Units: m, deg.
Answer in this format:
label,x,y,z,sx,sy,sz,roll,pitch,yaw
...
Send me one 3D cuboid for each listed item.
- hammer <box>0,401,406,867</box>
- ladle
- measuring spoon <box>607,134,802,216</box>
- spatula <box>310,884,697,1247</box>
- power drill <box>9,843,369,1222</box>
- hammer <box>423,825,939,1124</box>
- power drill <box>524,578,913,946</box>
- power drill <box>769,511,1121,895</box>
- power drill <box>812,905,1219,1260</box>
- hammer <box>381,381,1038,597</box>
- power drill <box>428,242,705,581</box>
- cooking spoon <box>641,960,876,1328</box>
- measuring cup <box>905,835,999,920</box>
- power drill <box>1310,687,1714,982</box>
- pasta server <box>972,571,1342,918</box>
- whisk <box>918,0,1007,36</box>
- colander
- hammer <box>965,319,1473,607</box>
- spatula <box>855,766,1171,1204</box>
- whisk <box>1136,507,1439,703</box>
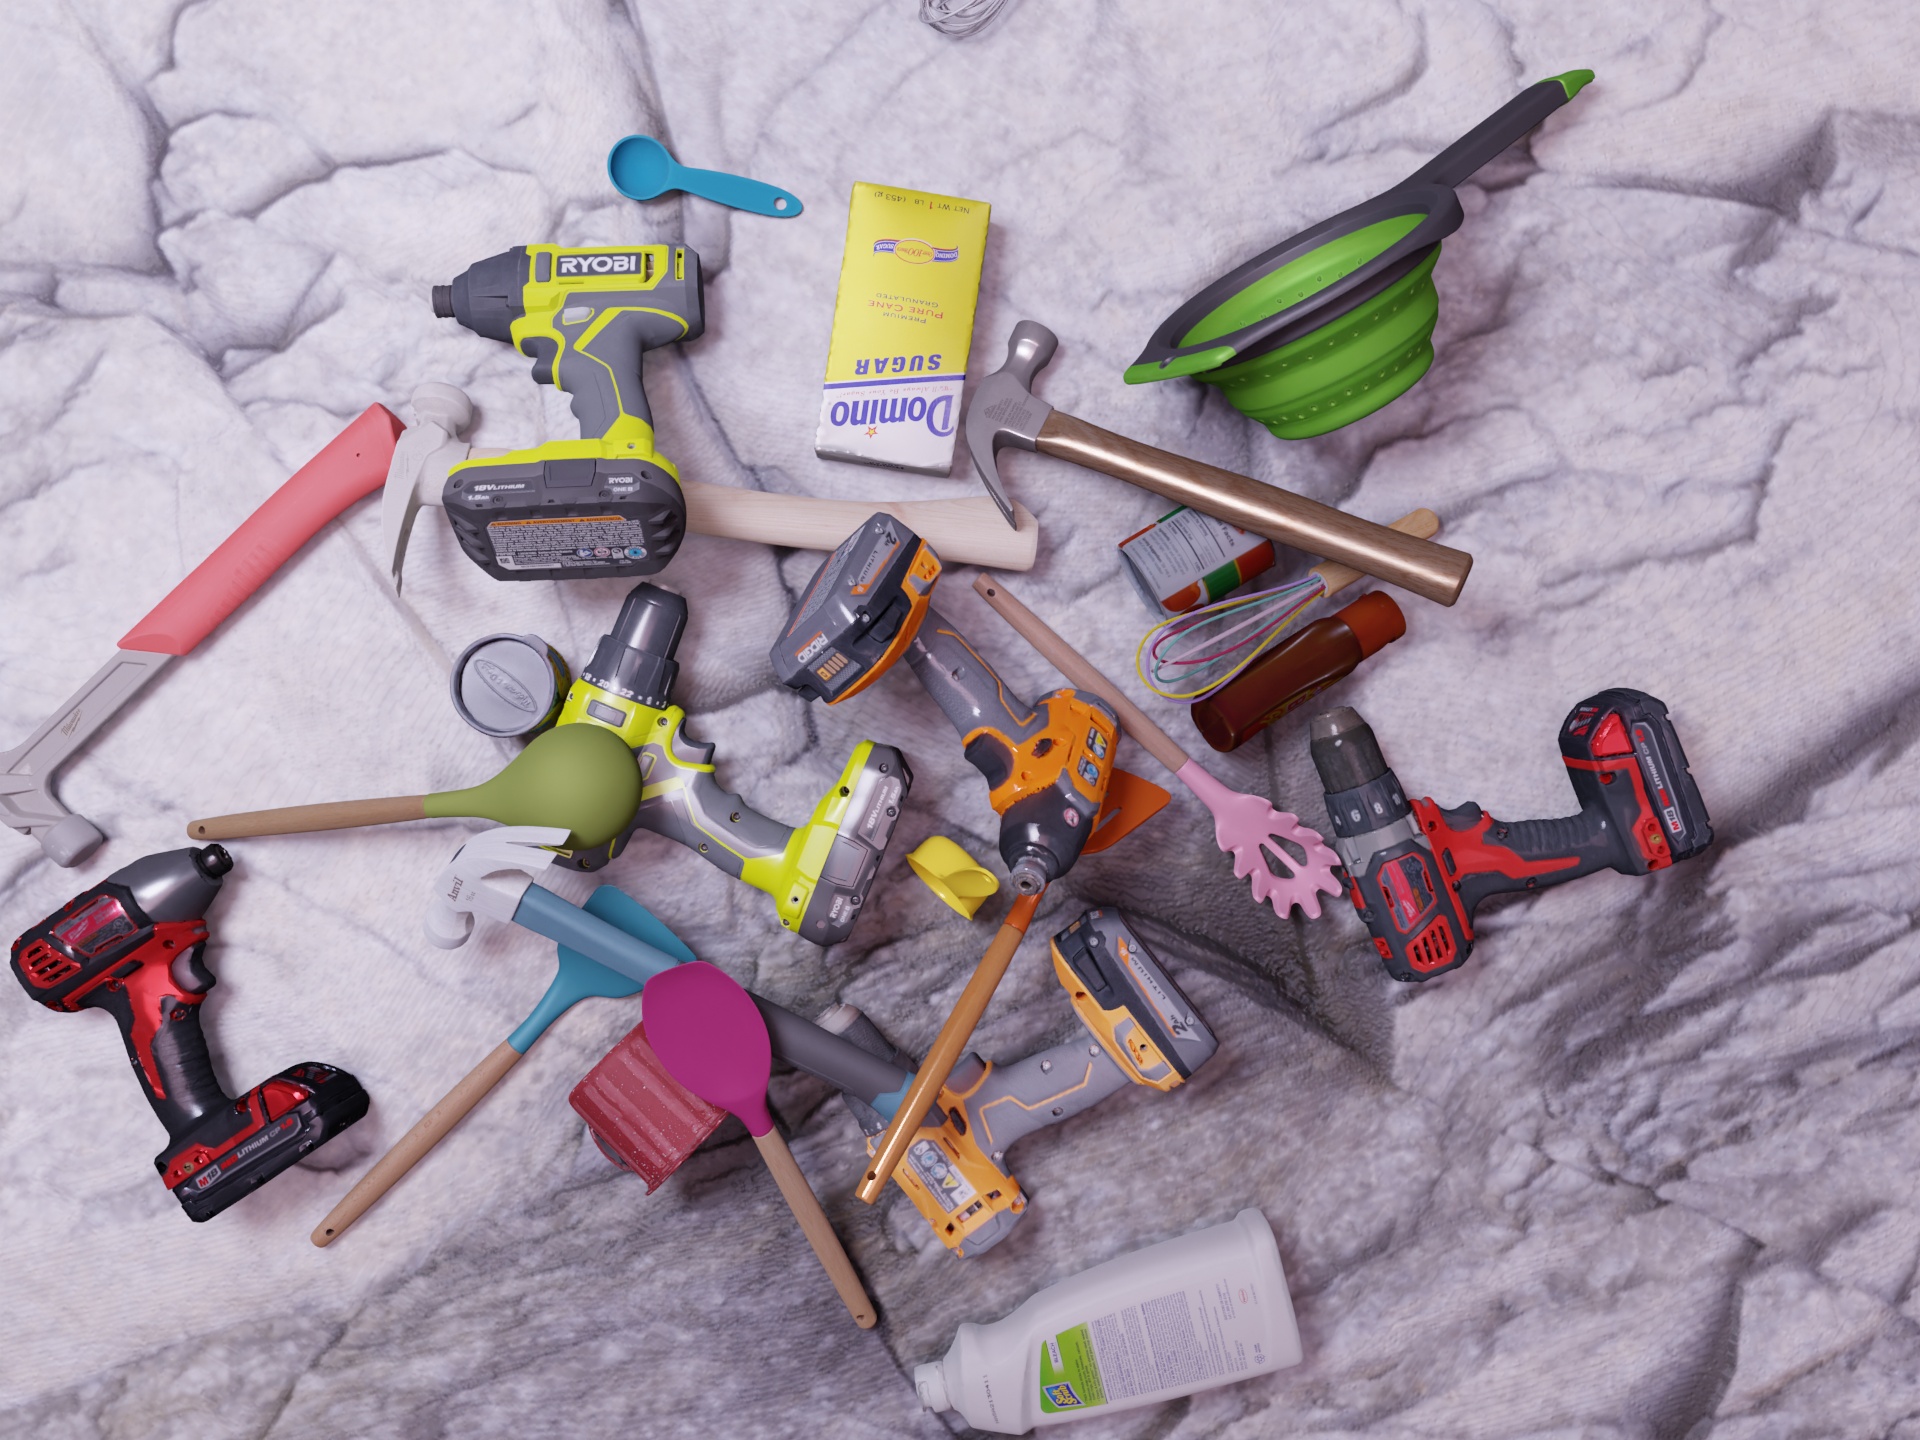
label,x,y,z,sx,sy,sz,roll,pitch,yaw
hammer,-0.502,-0.078,1.027,0.359,0.037,0.149,-44,93,-1
ladle,-0.348,0.054,1.002,0.320,0.062,0.078,-6,96,19
measuring spoon,-0.168,-0.352,1.050,0.128,0.021,0.042,11,90,-12
spatula,-0.311,0.234,1.038,0.317,0.044,0.082,-45,109,0
power drill,-0.485,0.191,1.016,0.143,0.078,0.219,-34,90,-2
hammer,-0.166,0.164,0.975,0.331,0.033,0.128,28,132,-6
power drill,-0.150,0.031,1.026,0.228,0.080,0.190,22,91,0
power drill,-0.002,-0.003,0.964,0.226,0.164,0.084,41,127,-16
power drill,0.030,0.214,1.038,0.226,0.084,0.185,-39,91,3
hammer,-0.155,-0.127,1.019,0.410,0.038,0.146,6,61,-6
power drill,-0.246,-0.199,0.980,0.171,0.080,0.223,-3,60,-4
cooking spoon,-0.114,0.273,0.995,0.069,0.017,0.318,-19,117,4
measuring cup,0.007,0.094,0.996,0.062,0.156,0.029,45,74,-5
power drill,0.353,0.050,1.051,0.226,0.080,0.188,-22,92,1
pasta server,0.127,0.013,1.057,0.316,0.040,0.060,42,100,-2
whisk,0.066,-0.537,1.043,0.246,0.059,0.057,-42,129,-5
colander,0.285,-0.287,1.013,0.397,0.205,0.094,-39,110,-19
hammer,0.155,-0.143,0.999,0.331,0.031,0.130,23,78,15
spatula,0.024,0.155,0.990,0.081,0.041,0.323,21,69,28
whisk,0.215,-0.083,1.033,0.245,0.047,0.051,-29,134,-19
